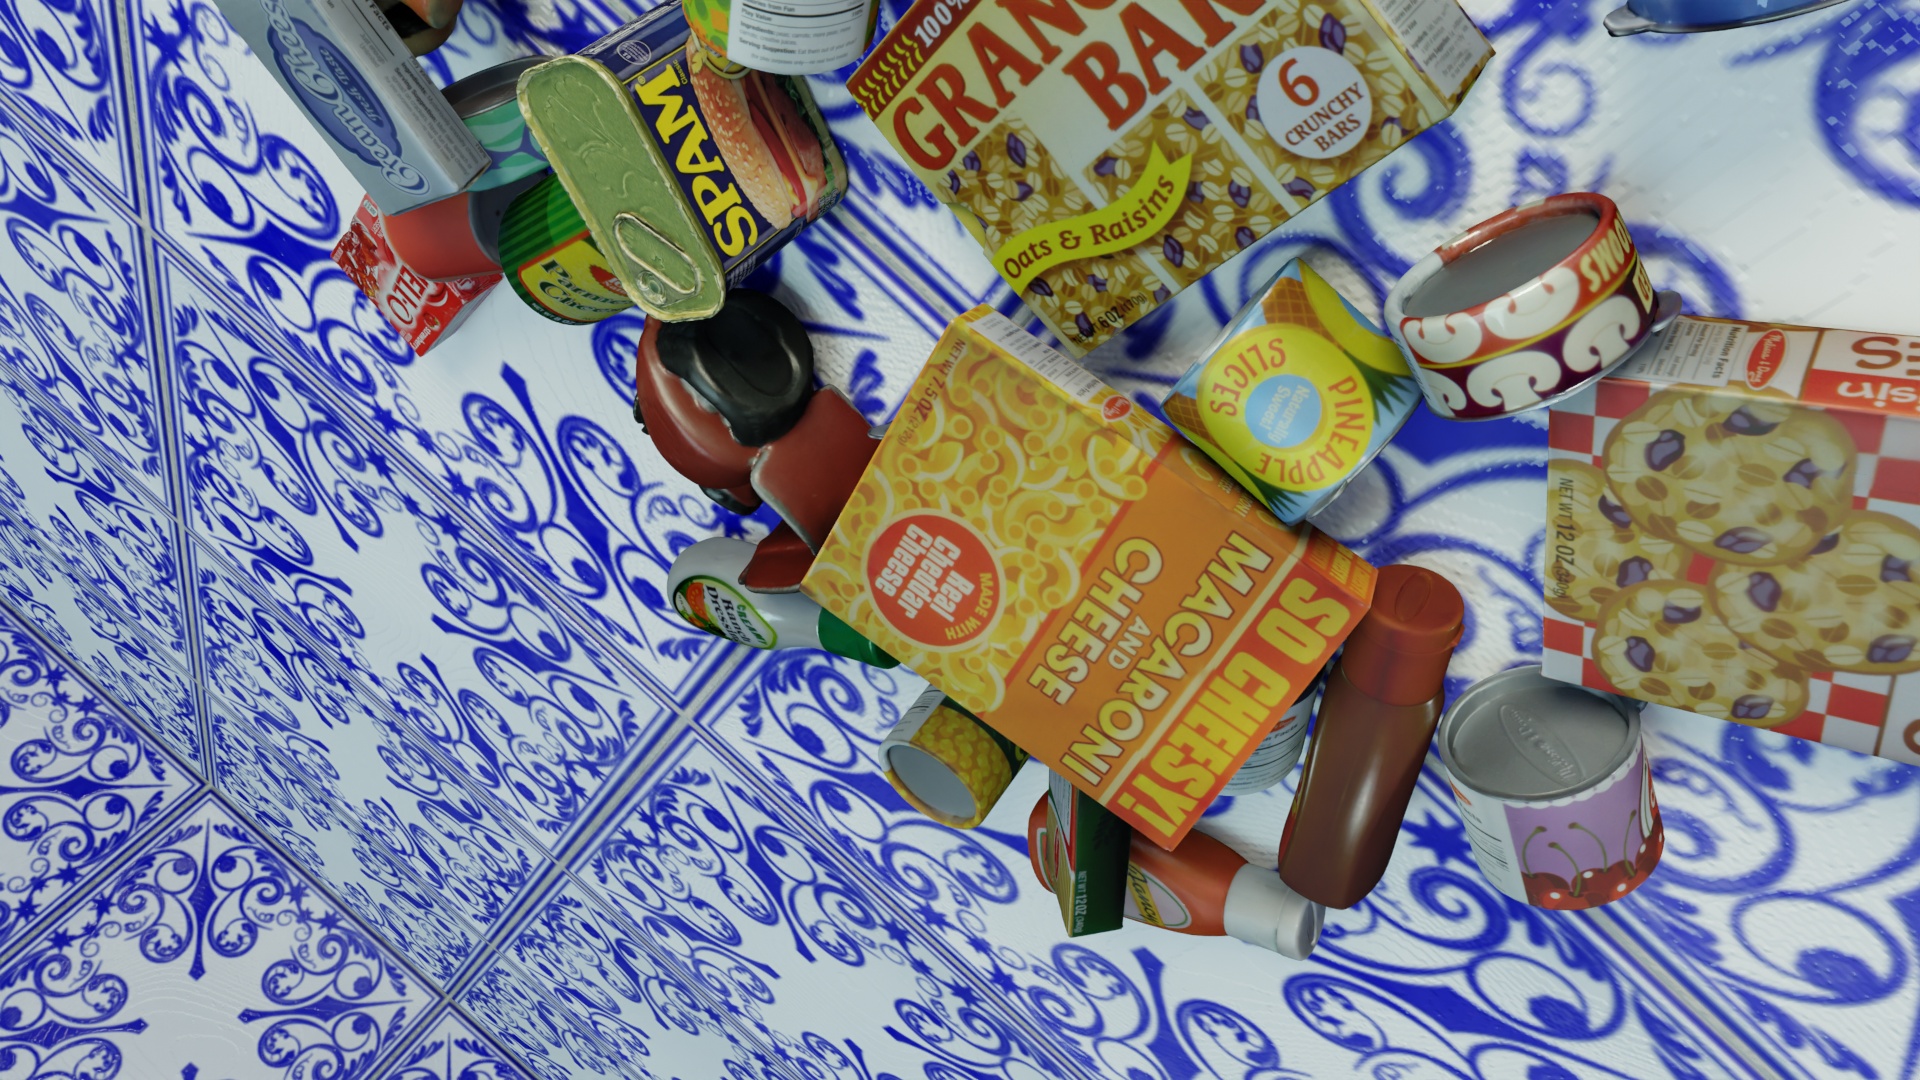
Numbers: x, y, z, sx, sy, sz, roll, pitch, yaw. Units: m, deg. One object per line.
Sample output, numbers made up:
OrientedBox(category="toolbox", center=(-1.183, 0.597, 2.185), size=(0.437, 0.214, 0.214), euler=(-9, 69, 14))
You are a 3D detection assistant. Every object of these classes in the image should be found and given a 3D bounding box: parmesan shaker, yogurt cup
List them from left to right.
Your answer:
OrientedBox(category="yogurt cup", center=(-0.228, -0.155, 0.651), size=(0.054, 0.073, 0.072), euler=(7, 133, 28))
OrientedBox(category="parmesan shaker", center=(-0.143, -0.133, 0.593), size=(0.103, 0.072, 0.071), euler=(-9, 121, 48))

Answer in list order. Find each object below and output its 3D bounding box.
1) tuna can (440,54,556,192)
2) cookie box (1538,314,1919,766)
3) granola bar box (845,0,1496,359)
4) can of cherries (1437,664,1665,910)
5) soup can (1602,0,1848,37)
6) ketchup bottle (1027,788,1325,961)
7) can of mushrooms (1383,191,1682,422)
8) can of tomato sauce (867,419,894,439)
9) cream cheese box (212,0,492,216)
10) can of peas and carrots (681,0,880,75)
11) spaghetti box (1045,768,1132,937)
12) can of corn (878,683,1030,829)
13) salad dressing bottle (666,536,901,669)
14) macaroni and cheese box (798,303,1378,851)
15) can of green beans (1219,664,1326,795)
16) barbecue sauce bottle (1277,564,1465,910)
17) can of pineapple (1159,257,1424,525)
OrientedBox(category="tuna can", center=(-0.193, -0.178, 0.591), size=(0.071, 0.071, 0.032), euler=(11, 136, 35))
OrientedBox(category="cookie box", center=(0.253, 0.005, 0.385), size=(0.167, 0.040, 0.122), euler=(14, 136, 34))
OrientedBox(category="granola bar box", center=(0.052, -0.141, 0.420), size=(0.124, 0.039, 0.165), euler=(48, 144, -9))
OrientedBox(category="can of cherries", center=(0.212, 0.086, 0.492), size=(0.071, 0.072, 0.058), euler=(2, 130, 42))
OrientedBox(category="soup can", center=(0.159, -0.155, 0.278), size=(0.071, 0.072, 0.083), euler=(1, 128, 43))
OrientedBox(category="ketchup bottle", center=(0.107, 0.168, 0.697), size=(0.149, 0.044, 0.064), euler=(11, 129, 35))
OrientedBox(category="can of mushrooms", center=(0.155, -0.065, 0.381), size=(0.071, 0.071, 0.033), euler=(-12, 118, 49))
OrientedBox(category="can of tomato sauce", center=(0.002, -0.007, 0.562), size=(0.071, 0.071, 0.082), euler=(10, 113, 37))
OrientedBox(category="cream cheese box", center=(-0.234, -0.178, 0.538), size=(0.053, 0.024, 0.103), euler=(-3, 133, 37))
OrientedBox(category="can of peas and carrots", center=(-0.055, -0.194, 0.444), size=(0.071, 0.071, 0.058), euler=(34, 145, 11))
OrientedBox(category="spaghetti box", center=(0.057, 0.072, 0.599), size=(0.029, 0.050, 0.248), euler=(-7, 126, -8))
OrientedBox(category="can of corn", center=(0.002, 0.108, 0.718), size=(0.071, 0.058, 0.070), euler=(25, 142, 22))
OrientedBox(category="salad dressing bottle", center=(-0.091, 0.035, 0.740), size=(0.147, 0.044, 0.064), euler=(11, 136, 35))
OrientedBox(category="macaroni and cheese box", center=(0.042, 0.013, 0.495), size=(0.166, 0.040, 0.123), euler=(35, 117, 6))
OrientedBox(category="can of green beans", center=(0.109, 0.060, 0.558), size=(0.071, 0.071, 0.057), euler=(24, 142, 23))
OrientedBox(category="barbecue sauce bottle", center=(0.158, 0.075, 0.534), size=(0.044, 0.065, 0.147), euler=(22, 135, 22))
OrientedBox(category="can of pineapple", center=(0.106, -0.047, 0.444), size=(0.058, 0.071, 0.070), euler=(41, 145, 0))
